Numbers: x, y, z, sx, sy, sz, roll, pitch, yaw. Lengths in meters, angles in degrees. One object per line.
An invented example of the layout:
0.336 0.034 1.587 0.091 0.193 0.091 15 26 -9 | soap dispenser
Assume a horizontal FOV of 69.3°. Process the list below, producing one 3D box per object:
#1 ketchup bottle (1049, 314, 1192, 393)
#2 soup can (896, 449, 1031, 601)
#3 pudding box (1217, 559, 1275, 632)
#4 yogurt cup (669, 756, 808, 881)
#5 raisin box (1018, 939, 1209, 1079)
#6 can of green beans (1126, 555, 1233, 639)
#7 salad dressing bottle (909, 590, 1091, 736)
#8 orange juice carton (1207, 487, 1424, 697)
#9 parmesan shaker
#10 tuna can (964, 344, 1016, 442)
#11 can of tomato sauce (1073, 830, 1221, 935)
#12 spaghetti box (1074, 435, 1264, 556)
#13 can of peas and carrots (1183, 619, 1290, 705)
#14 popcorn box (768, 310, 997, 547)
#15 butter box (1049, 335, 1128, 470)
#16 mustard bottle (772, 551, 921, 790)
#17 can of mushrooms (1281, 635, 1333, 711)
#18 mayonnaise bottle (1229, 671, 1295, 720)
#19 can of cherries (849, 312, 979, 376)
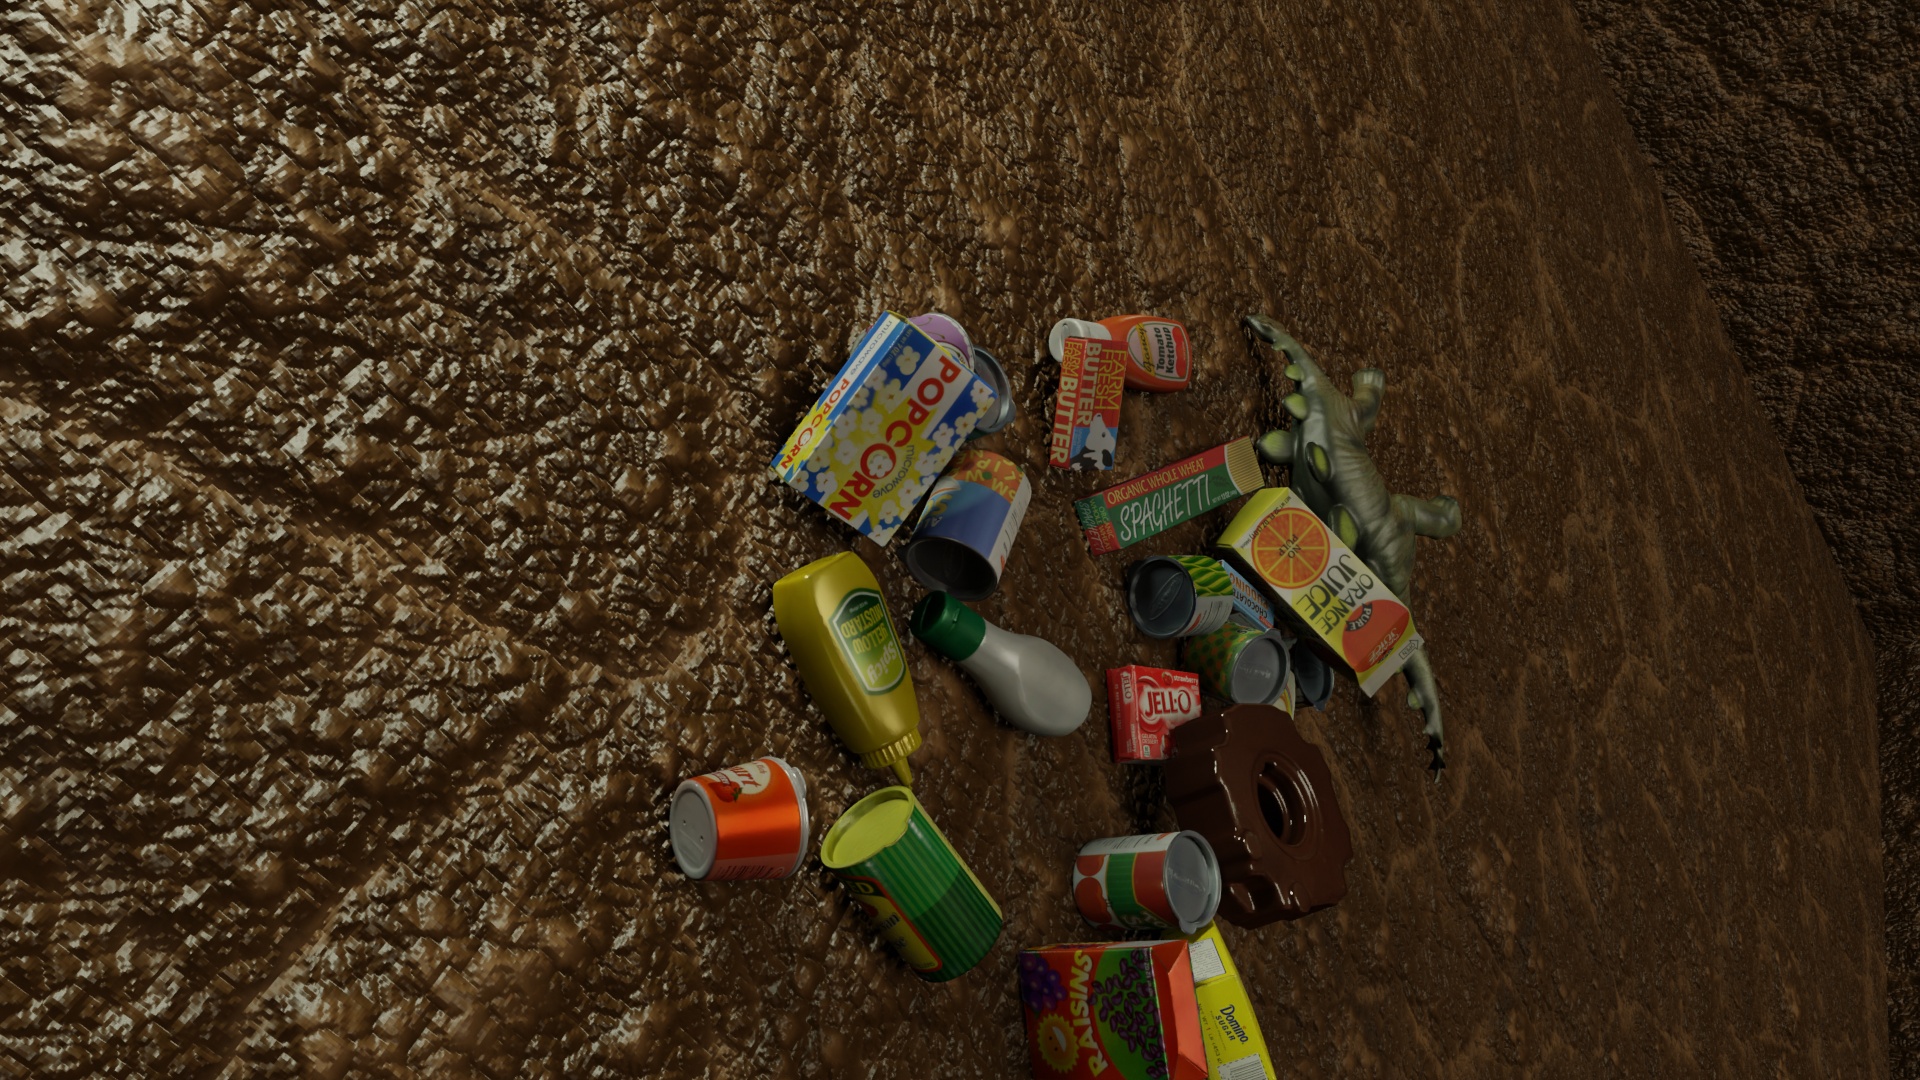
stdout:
0.133 -0.158 1.150 0.149 0.043 0.064 0 84 -46 | ketchup bottle
0.003 -0.012 0.949 0.071 0.071 0.084 46 48 -28 | soup can
0.223 0.053 1.172 0.083 0.049 0.030 37 52 -34 | pudding box
-0.123 0.155 0.759 0.054 0.072 0.072 0 78 -39 | yogurt cup
0.095 0.304 0.896 0.040 0.123 0.086 2 75 -41 | raisin box
0.176 0.044 1.113 0.058 0.071 0.071 0 77 -48 | can of green beans
0.028 0.084 0.959 0.147 0.044 0.064 37 55 -32 | salad dressing bottle
0.311 0.046 1.196 0.192 0.073 0.072 44 85 -6 | orange juice carton
-0.027 0.209 0.837 0.103 0.071 0.072 55 45 -19 | parmesan shaker
0.005 -0.104 1.003 0.071 0.032 0.071 17 65 -43 | tuna can
0.132 0.244 0.986 0.071 0.083 0.071 17 65 -43 | can of tomato sauce
0.183 -0.041 1.176 0.251 0.028 0.050 -21 92 -48 | spaghetti box
0.226 0.099 1.136 0.071 0.059 0.070 -8 105 -33 | can of peas and carrots
-0.048 -0.070 0.880 0.085 0.038 0.126 36 93 -35 | popcorn box
0.100 -0.106 1.082 0.053 0.024 0.103 -4 104 -43 | butter box
-0.060 0.088 0.858 0.065 0.048 0.160 -31 100 -46 | mustard bottle
0.305 0.121 1.250 0.071 0.033 0.071 18 64 -43 | can of mushrooms
0.254 0.176 1.171 0.065 0.041 0.148 24 60 -36 | mayonnaise bottle
-0.031 -0.117 0.941 0.058 0.071 0.071 -20 93 -48 | can of cherries
